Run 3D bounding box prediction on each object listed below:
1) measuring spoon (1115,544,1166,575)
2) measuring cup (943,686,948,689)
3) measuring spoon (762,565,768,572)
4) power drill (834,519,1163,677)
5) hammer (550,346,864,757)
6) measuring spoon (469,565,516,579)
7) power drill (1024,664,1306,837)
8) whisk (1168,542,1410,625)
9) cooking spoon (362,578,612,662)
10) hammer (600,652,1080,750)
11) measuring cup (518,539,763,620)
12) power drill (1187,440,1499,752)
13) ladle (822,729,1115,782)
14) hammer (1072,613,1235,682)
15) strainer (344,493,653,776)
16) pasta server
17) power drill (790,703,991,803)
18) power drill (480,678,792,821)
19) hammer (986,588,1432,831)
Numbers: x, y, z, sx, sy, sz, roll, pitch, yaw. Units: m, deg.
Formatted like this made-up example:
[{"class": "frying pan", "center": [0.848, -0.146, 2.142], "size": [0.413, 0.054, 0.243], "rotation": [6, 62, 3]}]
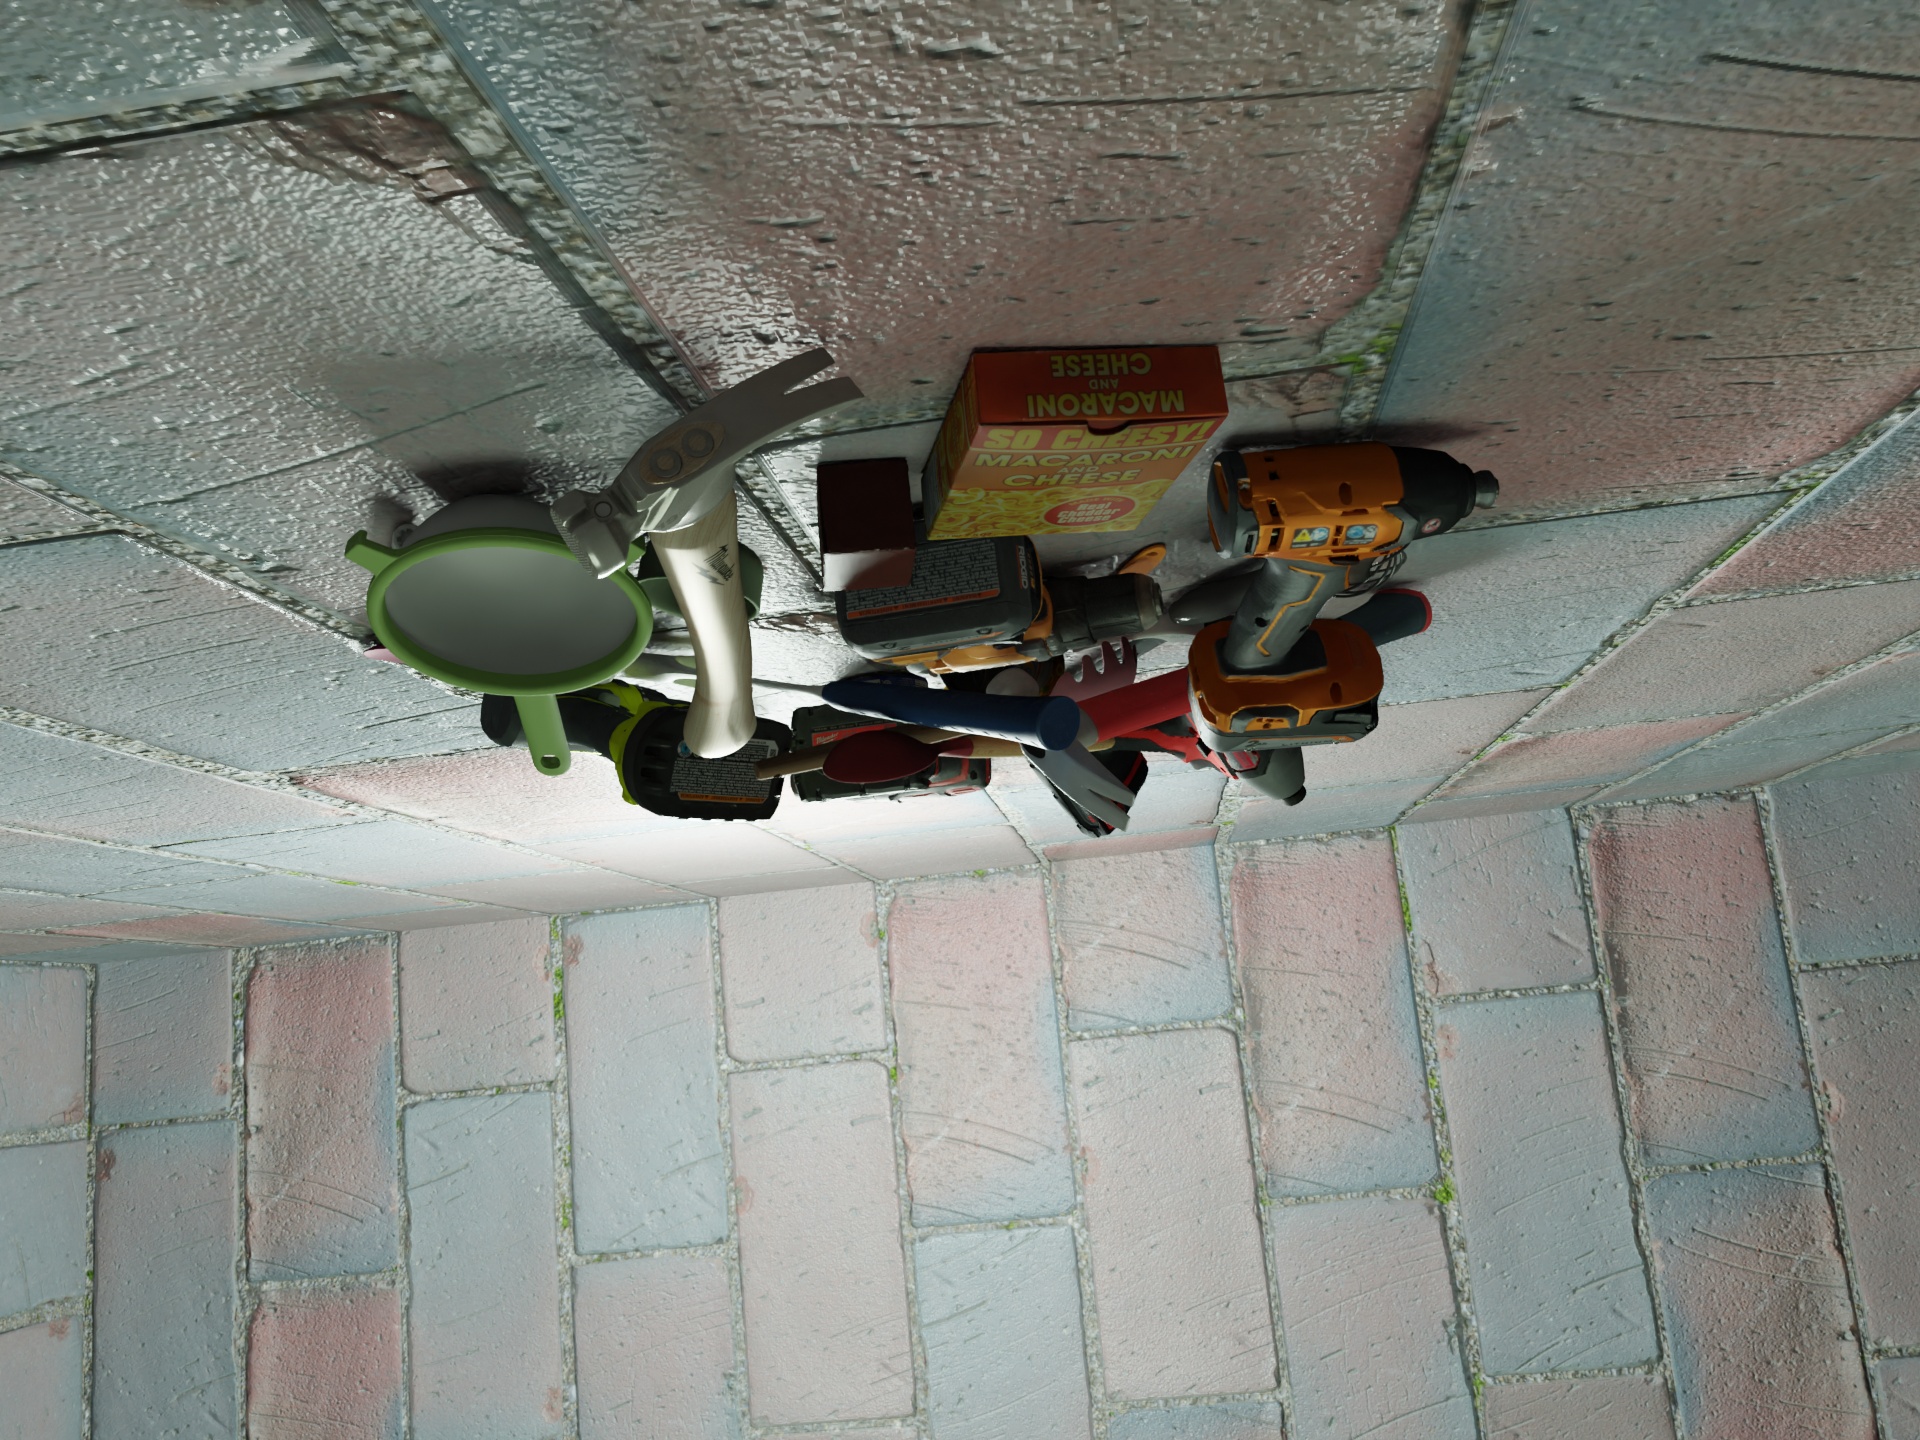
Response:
[{"class": "measuring spoon", "center": [0.117, -0.104, 1.122], "size": [0.021, 0.011, 0.117], "rotation": [1, 164, -18]}, {"class": "measuring cup", "center": [0.029, -0.040, 1.382], "size": [0.062, 0.029, 0.156], "rotation": [0, 156, -25]}, {"class": "measuring spoon", "center": [-0.184, -0.095, 1.014], "size": [0.124, 0.018, 0.034], "rotation": [-8, 171, -22]}, {"class": "power drill", "center": [0.029, -0.077, 1.036], "size": [0.185, 0.084, 0.226], "rotation": [-8, 173, 14]}, {"class": "hammer", "center": [-0.127, -0.061, 0.877], "size": [0.146, 0.038, 0.410], "rotation": [-35, 169, -14]}, {"class": "measuring spoon", "center": [-0.302, -0.089, 0.989], "size": [0.042, 0.021, 0.129], "rotation": [0, 177, -29]}, {"class": "power drill", "center": [0.171, 0.024, 1.289], "size": [0.220, 0.079, 0.143], "rotation": [-15, 121, 46]}, {"class": "whisk", "center": [0.221, -0.096, 1.113], "size": [0.055, 0.055, 0.239], "rotation": [1, 171, -30]}, {"class": "cooking spoon", "center": [-0.308, -0.061, 1.041], "size": [0.068, 0.017, 0.319], "rotation": [8, 169, -41]}, {"class": "hammer", "center": [-0.090, -0.020, 1.091], "size": [0.406, 0.035, 0.144], "rotation": [8, -178, 40]}, {"class": "measuring cup", "center": [-0.198, -0.099, 0.949], "size": [0.167, 0.038, 0.083], "rotation": [14, 163, -13]}, {"class": "power drill", "center": [0.225, -0.077, 0.968], "size": [0.164, 0.084, 0.226], "rotation": [-5, 143, -3]}, {"class": "ladle", "center": [0.021, 0.020, 1.132], "size": [0.069, 0.031, 0.315], "rotation": [13, -171, 37]}, {"class": "hammer", "center": [0.101, -0.032, 1.405], "size": [0.149, 0.036, 0.409], "rotation": [0, 168, -19]}, {"class": "strainer", "center": [-0.251, -0.053, 0.926], "size": [0.151, 0.069, 0.256], "rotation": [-2, 150, -7]}, {"class": "pasta server", "center": [-0.002, -0.004, 1.153], "size": [0.316, 0.040, 0.060], "rotation": [-13, 153, -24]}, {"class": "power drill", "center": [-0.082, 0.037, 1.391], "size": [0.188, 0.080, 0.226], "rotation": [-8, 172, 11]}, {"class": "power drill", "center": [-0.234, 0.013, 1.227], "size": [0.190, 0.080, 0.229], "rotation": [7, -173, -44]}, {"class": "hammer", "center": [0.211, -0.027, 1.135], "size": [0.386, 0.143, 0.038], "rotation": [-17, 135, -31]}]
